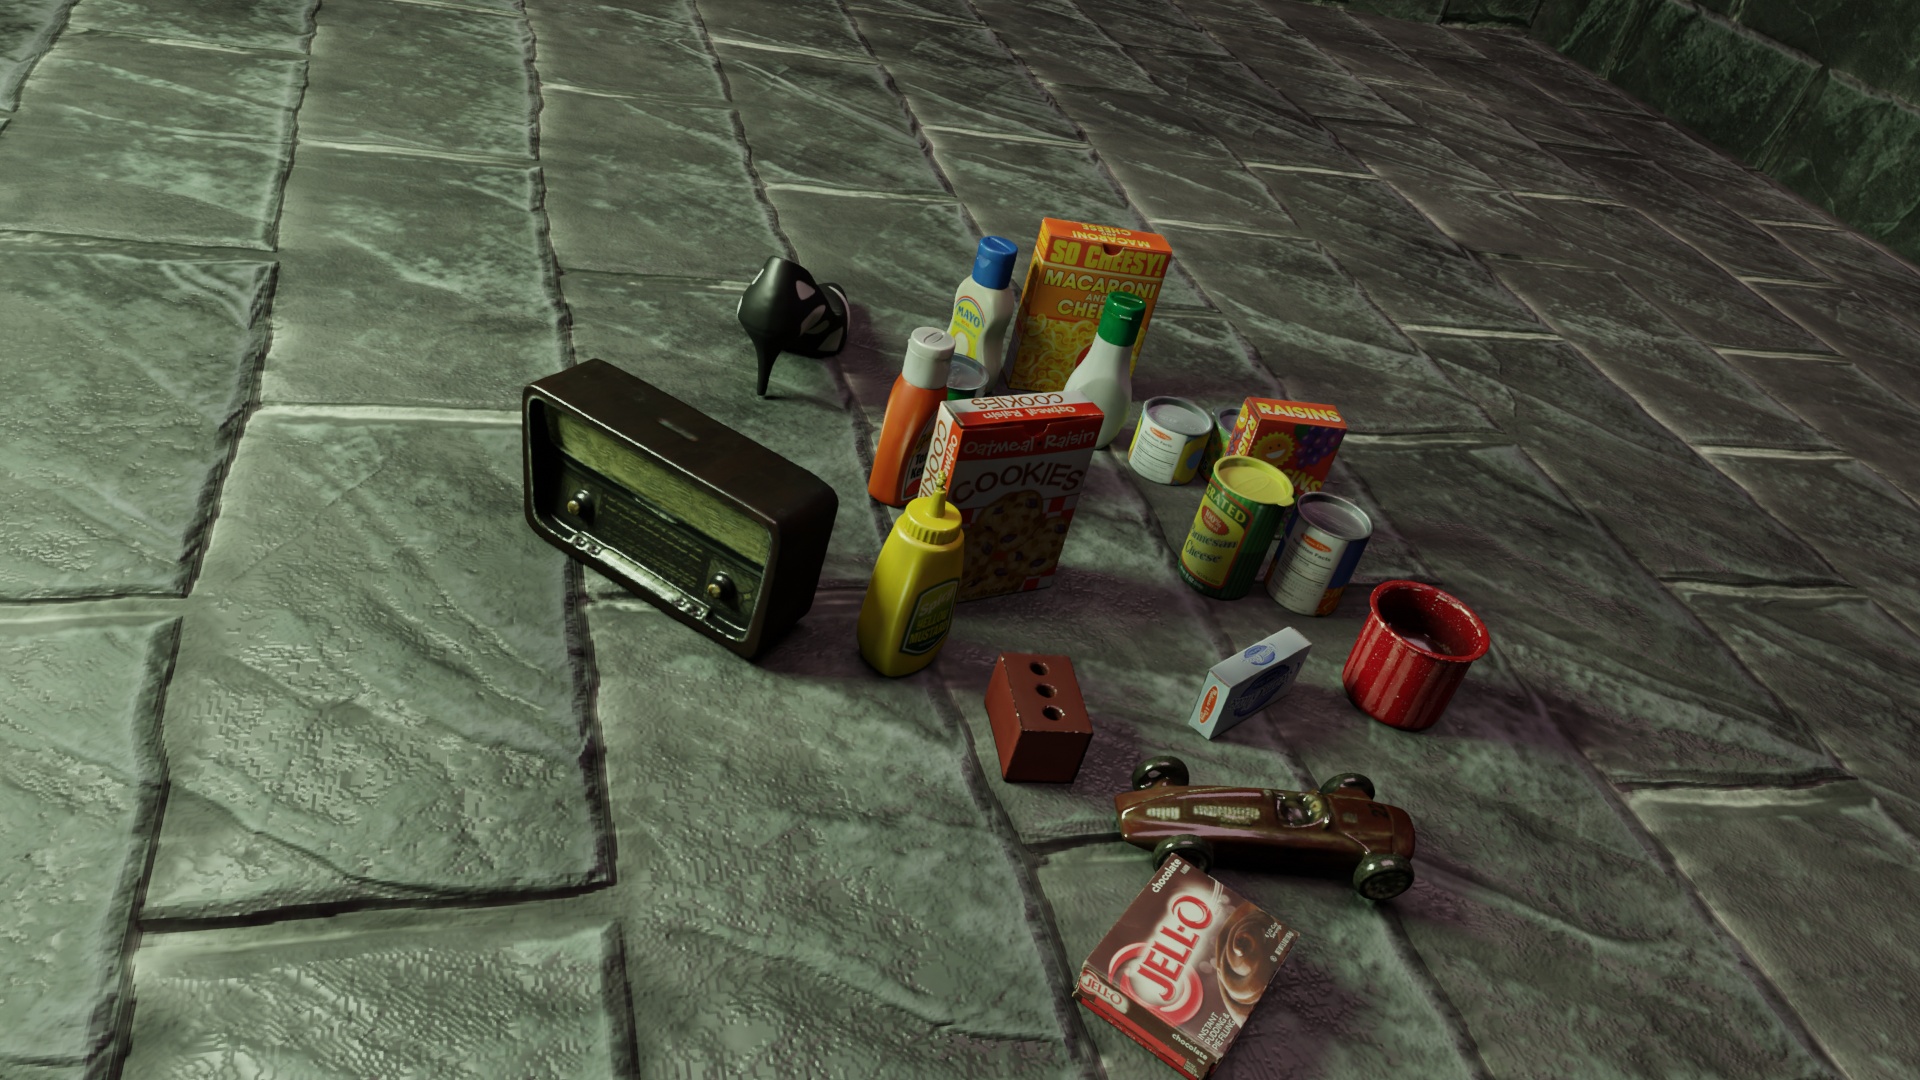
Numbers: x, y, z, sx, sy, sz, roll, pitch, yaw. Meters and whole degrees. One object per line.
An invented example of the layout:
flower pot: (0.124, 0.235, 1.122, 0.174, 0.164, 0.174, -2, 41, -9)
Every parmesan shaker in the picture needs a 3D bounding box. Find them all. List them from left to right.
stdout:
parmesan shaker: (0.227, -0.008, 1.144, 0.071, 0.102, 0.072, 10, 35, -7)

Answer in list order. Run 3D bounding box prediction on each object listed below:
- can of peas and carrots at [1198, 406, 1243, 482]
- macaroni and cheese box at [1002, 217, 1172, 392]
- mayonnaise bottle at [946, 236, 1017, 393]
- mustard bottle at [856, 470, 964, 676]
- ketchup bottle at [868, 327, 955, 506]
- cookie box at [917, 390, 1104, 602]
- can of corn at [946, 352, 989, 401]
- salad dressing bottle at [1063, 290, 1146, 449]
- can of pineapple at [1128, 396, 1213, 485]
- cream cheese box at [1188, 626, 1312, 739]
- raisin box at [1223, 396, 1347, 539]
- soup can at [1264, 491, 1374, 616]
can of peas and carrots: (0.260, -0.085, 1.300, 0.071, 0.058, 0.071, 10, 35, -7)
macaroni and cheese box: (0.121, -0.220, 1.342, 0.124, 0.165, 0.040, 5, 36, -14)
mayonnaise bottle: (0.019, -0.213, 1.311, 0.041, 0.147, 0.065, -21, 49, -40)
mustard bottle: (-0.029, 0.021, 0.960, 0.065, 0.159, 0.049, -21, 49, -40)
ketchup bottle: (-0.037, -0.102, 1.136, 0.043, 0.148, 0.065, 28, 37, 17)
cookie box: (0.030, -0.030, 1.046, 0.123, 0.166, 0.040, -8, 41, -29)
can of corn: (-0.015, -0.132, 1.264, 0.071, 0.058, 0.071, 10, 35, -7)
salad dressing bottle: (0.133, -0.156, 1.275, 0.064, 0.146, 0.044, 11, 35, -6)
can of pineapple: (0.195, -0.093, 1.289, 0.071, 0.057, 0.071, 10, 35, -7)
cream cheese box: (0.214, 0.105, 1.027, 0.104, 0.053, 0.024, -20, 48, -39)
raisin box: (0.275, -0.062, 1.219, 0.086, 0.122, 0.040, 5, 36, -14)
soup can: (0.300, 0.011, 1.162, 0.071, 0.083, 0.072, 10, 35, -7)
